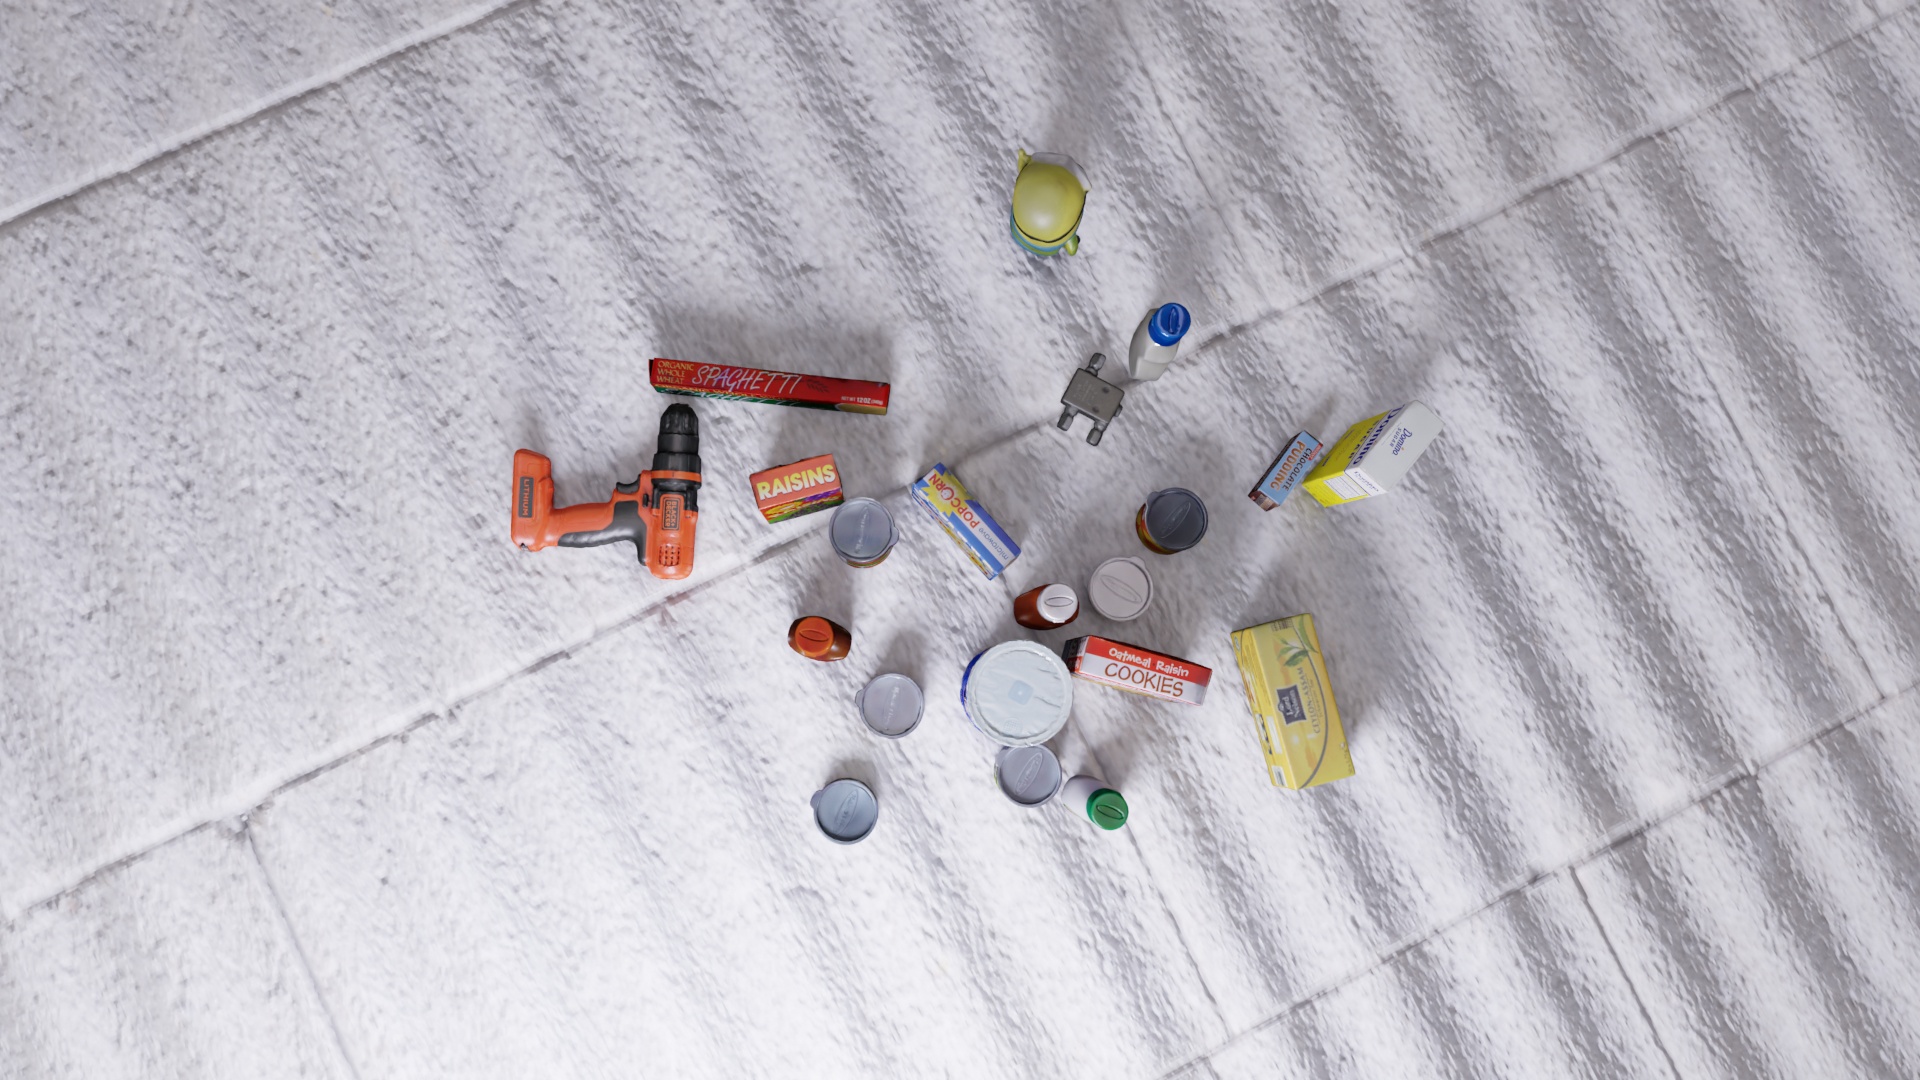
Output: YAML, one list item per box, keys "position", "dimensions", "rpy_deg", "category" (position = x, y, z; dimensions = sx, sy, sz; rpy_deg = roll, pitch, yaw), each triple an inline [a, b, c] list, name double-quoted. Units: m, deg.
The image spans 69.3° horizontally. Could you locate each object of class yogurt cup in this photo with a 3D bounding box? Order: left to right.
- position: [0.163, 0.052, 1.448]
  dimensions: [0.072, 0.054, 0.072]
  rpy_deg: [0, 84, -3]
  category: "yogurt cup"

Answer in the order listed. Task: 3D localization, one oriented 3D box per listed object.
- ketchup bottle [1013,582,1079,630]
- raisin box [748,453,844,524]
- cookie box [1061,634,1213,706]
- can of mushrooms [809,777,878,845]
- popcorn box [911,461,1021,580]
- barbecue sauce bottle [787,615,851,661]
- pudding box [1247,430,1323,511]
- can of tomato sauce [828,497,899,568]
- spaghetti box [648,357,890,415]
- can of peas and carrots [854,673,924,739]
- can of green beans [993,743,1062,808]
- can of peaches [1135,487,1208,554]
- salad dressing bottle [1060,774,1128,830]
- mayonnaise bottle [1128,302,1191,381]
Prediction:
- position: [0.091, 0.066, 1.395]
  dimensions: [0.065, 0.148, 0.043]
  rpy_deg: [-2, 84, -3]
  category: "ketchup bottle"
- position: [-0.163, -0.052, 1.407]
  dimensions: [0.086, 0.123, 0.040]
  rpy_deg: [-15, 85, -4]
  category: "raisin box"
- position: [0.170, 0.129, 1.383]
  dimensions: [0.123, 0.167, 0.040]
  rpy_deg: [15, 84, -1]
  category: "cookie box"
- position: [-0.119, 0.275, 1.418]
  dimensions: [0.071, 0.033, 0.071]
  rpy_deg: [0, 84, -3]
  category: "can of mushrooms"
- position: [0.005, -0.018, 1.431]
  dimensions: [0.038, 0.085, 0.127]
  rpy_deg: [-42, 88, -6]
  category: "popcorn box"
- position: [-0.142, 0.097, 1.379]
  dimensions: [0.065, 0.148, 0.043]
  rpy_deg: [14, 84, -2]
  category: "barbecue sauce bottle"
- position: [0.345, -0.073, 1.474]
  dimensions: [0.030, 0.049, 0.084]
  rpy_deg: [38, 83, 1]
  category: "pudding box"
- position: [-0.098, -0.006, 1.426]
  dimensions: [0.071, 0.083, 0.071]
  rpy_deg: [0, 84, -3]
  category: "can of tomato sauce"
- position: [-0.199, -0.160, 1.454]
  dimensions: [0.250, 0.050, 0.028]
  rpy_deg: [6, 84, -2]
  category: "spaghetti box"
- position: [-0.073, 0.168, 1.420]
  dimensions: [0.071, 0.058, 0.071]
  rpy_deg: [0, 84, -3]
  category: "can of peas and carrots"
- position: [0.068, 0.237, 1.420]
  dimensions: [0.071, 0.057, 0.071]
  rpy_deg: [0, 84, -3]
  category: "can of green beans"
- position: [0.219, -0.021, 1.457]
  dimensions: [0.071, 0.058, 0.071]
  rpy_deg: [0, 84, -3]
  category: "can of peaches"
- position: [0.136, 0.261, 1.376]
  dimensions: [0.064, 0.147, 0.044]
  rpy_deg: [23, 84, 0]
  category: "salad dressing bottle"
- position: [0.205, -0.208, 1.432]
  dimensions: [0.041, 0.148, 0.065]
  rpy_deg: [7, 84, -2]
  category: "mayonnaise bottle"
